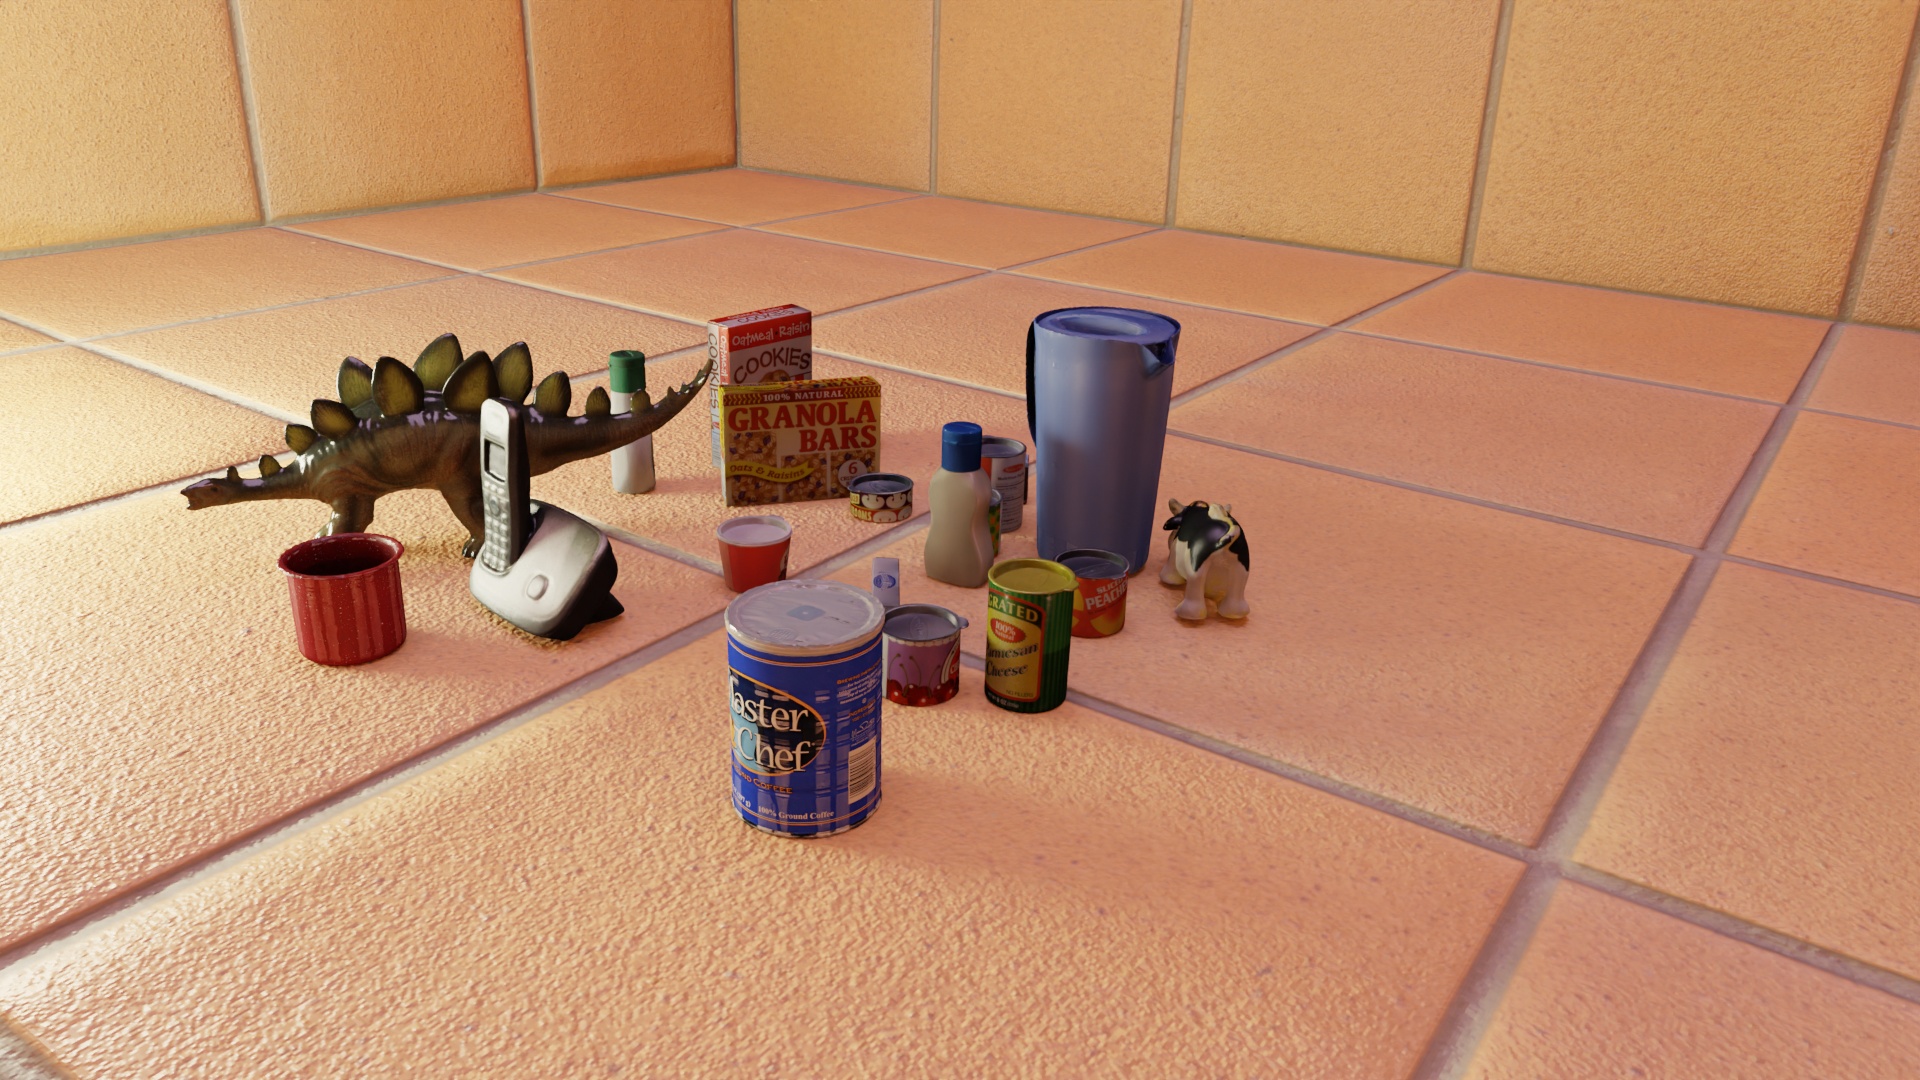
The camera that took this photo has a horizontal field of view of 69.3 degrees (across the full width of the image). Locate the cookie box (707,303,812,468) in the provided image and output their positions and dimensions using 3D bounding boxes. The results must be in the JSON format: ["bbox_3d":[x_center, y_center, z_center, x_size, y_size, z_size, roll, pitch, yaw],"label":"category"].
[{"bbox_3d":[-0.224,-0.173,1.563,0.040,0.166,0.123,19,28,37],"label":"cookie box"}]

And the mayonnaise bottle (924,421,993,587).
[{"bbox_3d":[0.000,-0.033,1.265,0.065,0.147,0.041,13,24,26],"label":"mayonnaise bottle"}]

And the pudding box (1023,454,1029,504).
[{"bbox_3d":[0.031,-0.068,1.481,0.084,0.049,0.030,3,22,1],"label":"pudding box"}]

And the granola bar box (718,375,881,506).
[{"bbox_3d":[-0.168,-0.105,1.457,0.166,0.123,0.039,-5,23,-18],"label":"granola bar box"}]

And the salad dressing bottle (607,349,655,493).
[{"bbox_3d":[-0.347,-0.125,1.459,0.044,0.147,0.064,-8,24,-24],"label":"salad dressing bottle"}]

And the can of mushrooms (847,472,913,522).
[{"bbox_3d":[-0.084,-0.044,1.436,0.071,0.033,0.071,2,22,-1],"label":"can of mushrooms"}]

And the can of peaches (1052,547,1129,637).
[{"bbox_3d":[0.112,0.046,1.199,0.071,0.057,0.071,2,22,-1],"label":"can of peaches"}]

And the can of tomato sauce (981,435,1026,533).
[{"bbox_3d":[0.031,-0.057,1.412,0.071,0.082,0.071,2,22,-1],"label":"can of tomato sauce"}]

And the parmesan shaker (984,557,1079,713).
[{"bbox_3d":[0.055,0.074,1.067,0.071,0.102,0.071,2,22,-1],"label":"parmesan shaker"}]

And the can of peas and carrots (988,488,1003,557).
[{"bbox_3d":[0.005,-0.017,1.343,0.071,0.058,0.071,2,22,-1],"label":"can of peas and carrots"}]

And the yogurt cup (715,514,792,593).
[{"bbox_3d":[-0.186,0.014,1.258,0.072,0.053,0.073,2,22,-1],"label":"yogurt cup"}]

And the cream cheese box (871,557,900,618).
[{"bbox_3d":[-0.062,0.058,1.161,0.024,0.053,0.104,1,22,-4],"label":"cream cheese box"}]

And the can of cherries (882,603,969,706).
[{"bbox_3d":[-0.030,0.089,1.081,0.071,0.058,0.072,2,22,-1],"label":"can of cherries"}]
